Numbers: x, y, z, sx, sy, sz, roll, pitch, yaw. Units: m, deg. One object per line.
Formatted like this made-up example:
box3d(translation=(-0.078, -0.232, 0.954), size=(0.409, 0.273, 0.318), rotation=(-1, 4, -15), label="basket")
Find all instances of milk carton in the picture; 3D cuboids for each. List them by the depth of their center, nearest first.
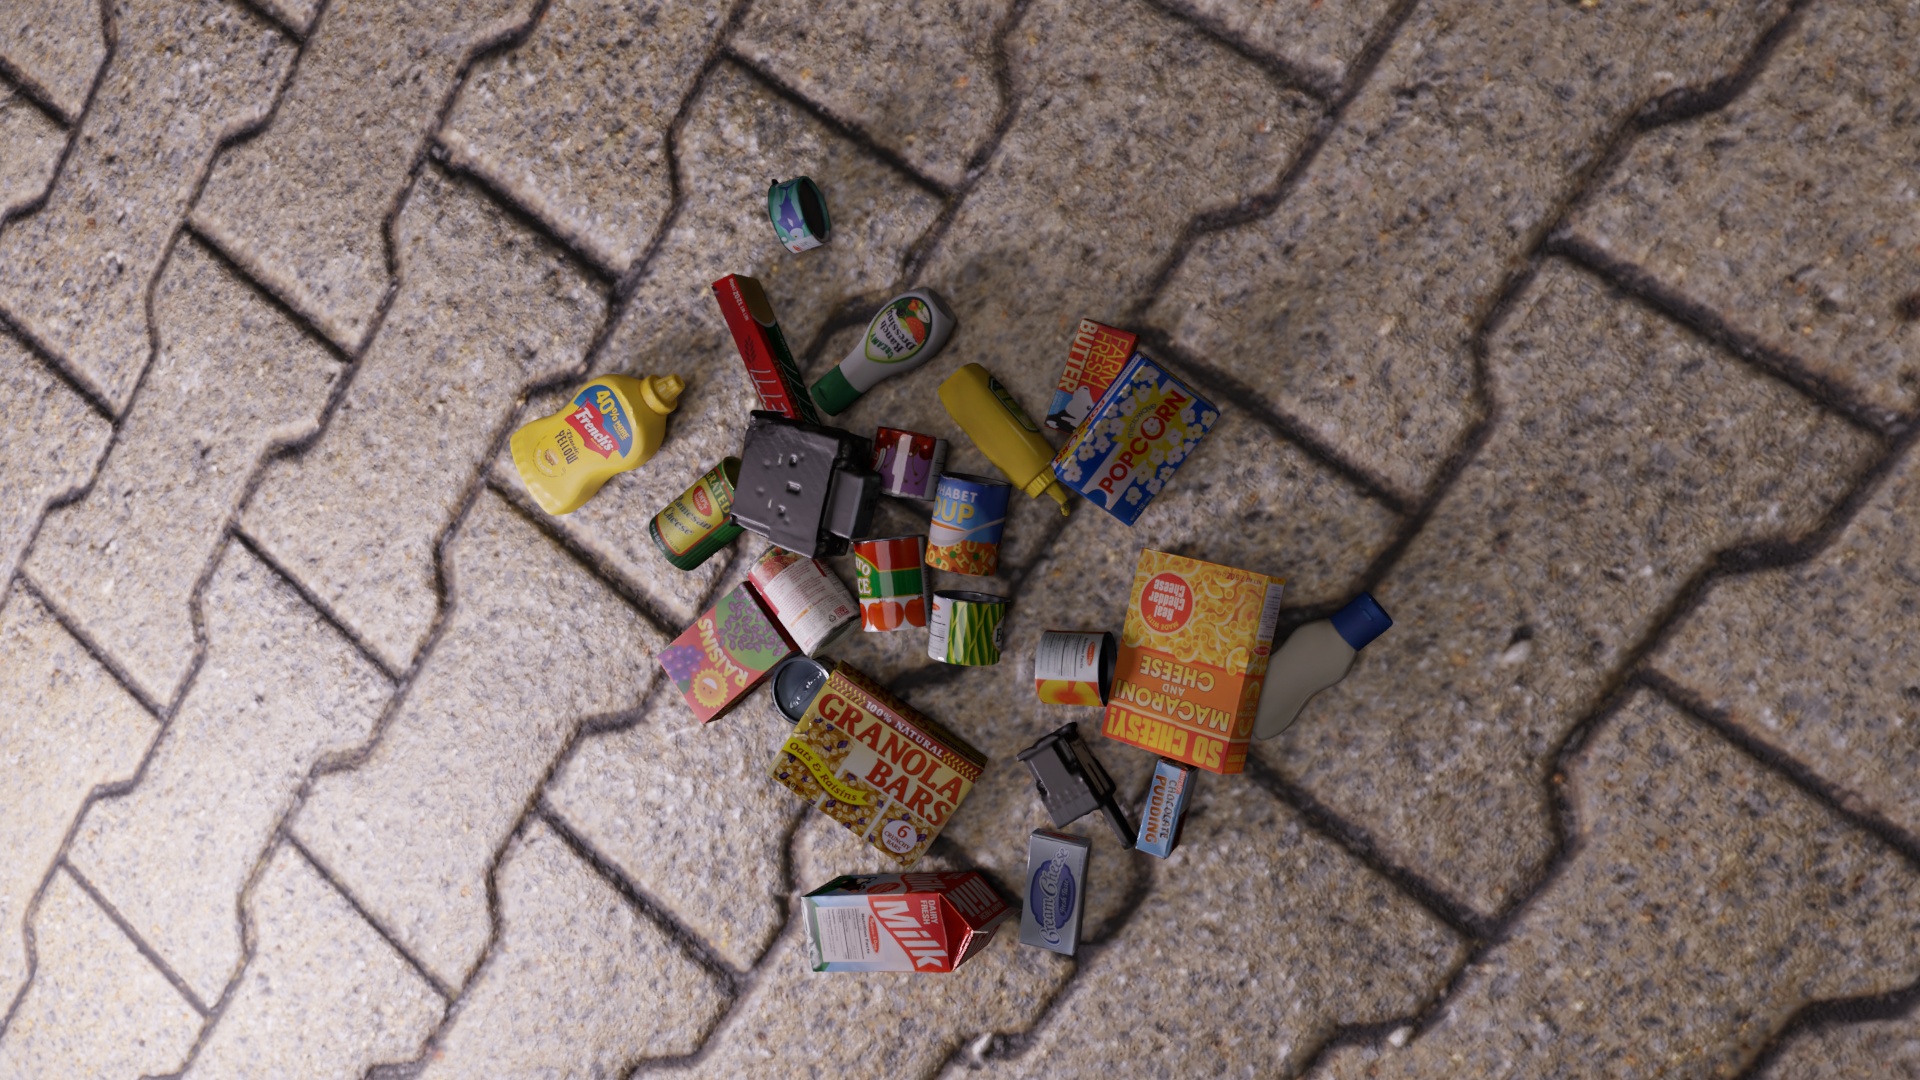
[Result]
box3d(translation=(-0.044, 0.347, 1.266), size=(0.190, 0.072, 0.073), rotation=(-9, 89, 28), label="milk carton")

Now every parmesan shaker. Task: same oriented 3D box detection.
box3d(translation=(-0.239, -0.023, 1.333), size=(0.103, 0.071, 0.071), rotation=(-37, 81, 17), label="parmesan shaker")

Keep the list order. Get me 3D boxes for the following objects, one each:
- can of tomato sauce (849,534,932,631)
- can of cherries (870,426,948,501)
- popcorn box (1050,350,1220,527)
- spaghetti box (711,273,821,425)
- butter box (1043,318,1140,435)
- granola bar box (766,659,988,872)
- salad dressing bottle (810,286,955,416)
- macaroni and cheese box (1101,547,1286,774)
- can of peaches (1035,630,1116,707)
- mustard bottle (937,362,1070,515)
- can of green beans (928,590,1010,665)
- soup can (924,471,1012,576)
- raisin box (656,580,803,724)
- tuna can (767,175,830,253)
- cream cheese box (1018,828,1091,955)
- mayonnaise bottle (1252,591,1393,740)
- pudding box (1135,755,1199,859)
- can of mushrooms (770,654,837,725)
box3d(translation=(-0.063, 0.039, 1.274), size=(0.071, 0.071, 0.083), rotation=(-5, 91, 20), label="can of tomato sauce")
box3d(translation=(-0.051, -0.070, 1.264), size=(0.071, 0.071, 0.058), rotation=(14, 97, 18), label="can of cherries")
box3d(translation=(0.149, -0.087, 1.190), size=(0.085, 0.038, 0.126), rotation=(33, 105, -17), label="popcorn box")
box3d(translation=(-0.166, -0.134, 1.312), size=(0.028, 0.050, 0.250), rotation=(-26, 84, 20), label="spaghetti box")
box3d(translation=(0.116, -0.140, 1.225), size=(0.053, 0.024, 0.103), rotation=(22, 99, 18), label="butter box")
box3d(translation=(-0.077, 0.208, 1.281), size=(0.165, 0.039, 0.124), rotation=(34, 103, 1), label="granola bar box")
box3d(translation=(-0.073, -0.172, 1.281), size=(0.147, 0.044, 0.064), rotation=(-37, 79, 17), label="salad dressing bottle")
box3d(translation=(0.196, 0.100, 1.173), size=(0.124, 0.040, 0.166), rotation=(14, 92, 39), label="macaroni and cheese box")
box3d(translation=(0.102, 0.113, 1.221), size=(0.058, 0.071, 0.071), rotation=(1, 93, 20), label="can of peaches")
box3d(translation=(0.048, -0.087, 1.234), size=(0.048, 0.065, 0.160), rotation=(-42, 86, 18), label="mustard bottle")
box3d(translation=(0.006, 0.078, 1.252), size=(0.071, 0.071, 0.057), rotation=(7, 96, 19), label="can of green beans")
box3d(translation=(0.004, -0.016, 1.246), size=(0.071, 0.071, 0.083), rotation=(13, 97, 19), label="soup can")
box3d(translation=(-0.223, 0.108, 1.348), size=(0.123, 0.040, 0.086), rotation=(-40, 80, 15), label="raisin box")
box3d(translation=(-0.150, -0.306, 1.290), size=(0.033, 0.071, 0.071), rotation=(-13, 88, 19), label="tuna can")
box3d(translation=(0.086, 0.317, 1.256), size=(0.053, 0.024, 0.103), rotation=(8, 95, 20), label="cream cheese box")
box3d(translation=(0.293, 0.102, 1.165), size=(0.148, 0.041, 0.065), rotation=(-41, 74, 15), label="mayonnaise bottle")
box3d(translation=(0.181, 0.229, 1.205), size=(0.030, 0.050, 0.083), rotation=(16, 98, 20), label="pudding box")
box3d(translation=(-0.143, 0.144, 1.324), size=(0.071, 0.033, 0.071), rotation=(1, 92, 19), label="can of mushrooms")
